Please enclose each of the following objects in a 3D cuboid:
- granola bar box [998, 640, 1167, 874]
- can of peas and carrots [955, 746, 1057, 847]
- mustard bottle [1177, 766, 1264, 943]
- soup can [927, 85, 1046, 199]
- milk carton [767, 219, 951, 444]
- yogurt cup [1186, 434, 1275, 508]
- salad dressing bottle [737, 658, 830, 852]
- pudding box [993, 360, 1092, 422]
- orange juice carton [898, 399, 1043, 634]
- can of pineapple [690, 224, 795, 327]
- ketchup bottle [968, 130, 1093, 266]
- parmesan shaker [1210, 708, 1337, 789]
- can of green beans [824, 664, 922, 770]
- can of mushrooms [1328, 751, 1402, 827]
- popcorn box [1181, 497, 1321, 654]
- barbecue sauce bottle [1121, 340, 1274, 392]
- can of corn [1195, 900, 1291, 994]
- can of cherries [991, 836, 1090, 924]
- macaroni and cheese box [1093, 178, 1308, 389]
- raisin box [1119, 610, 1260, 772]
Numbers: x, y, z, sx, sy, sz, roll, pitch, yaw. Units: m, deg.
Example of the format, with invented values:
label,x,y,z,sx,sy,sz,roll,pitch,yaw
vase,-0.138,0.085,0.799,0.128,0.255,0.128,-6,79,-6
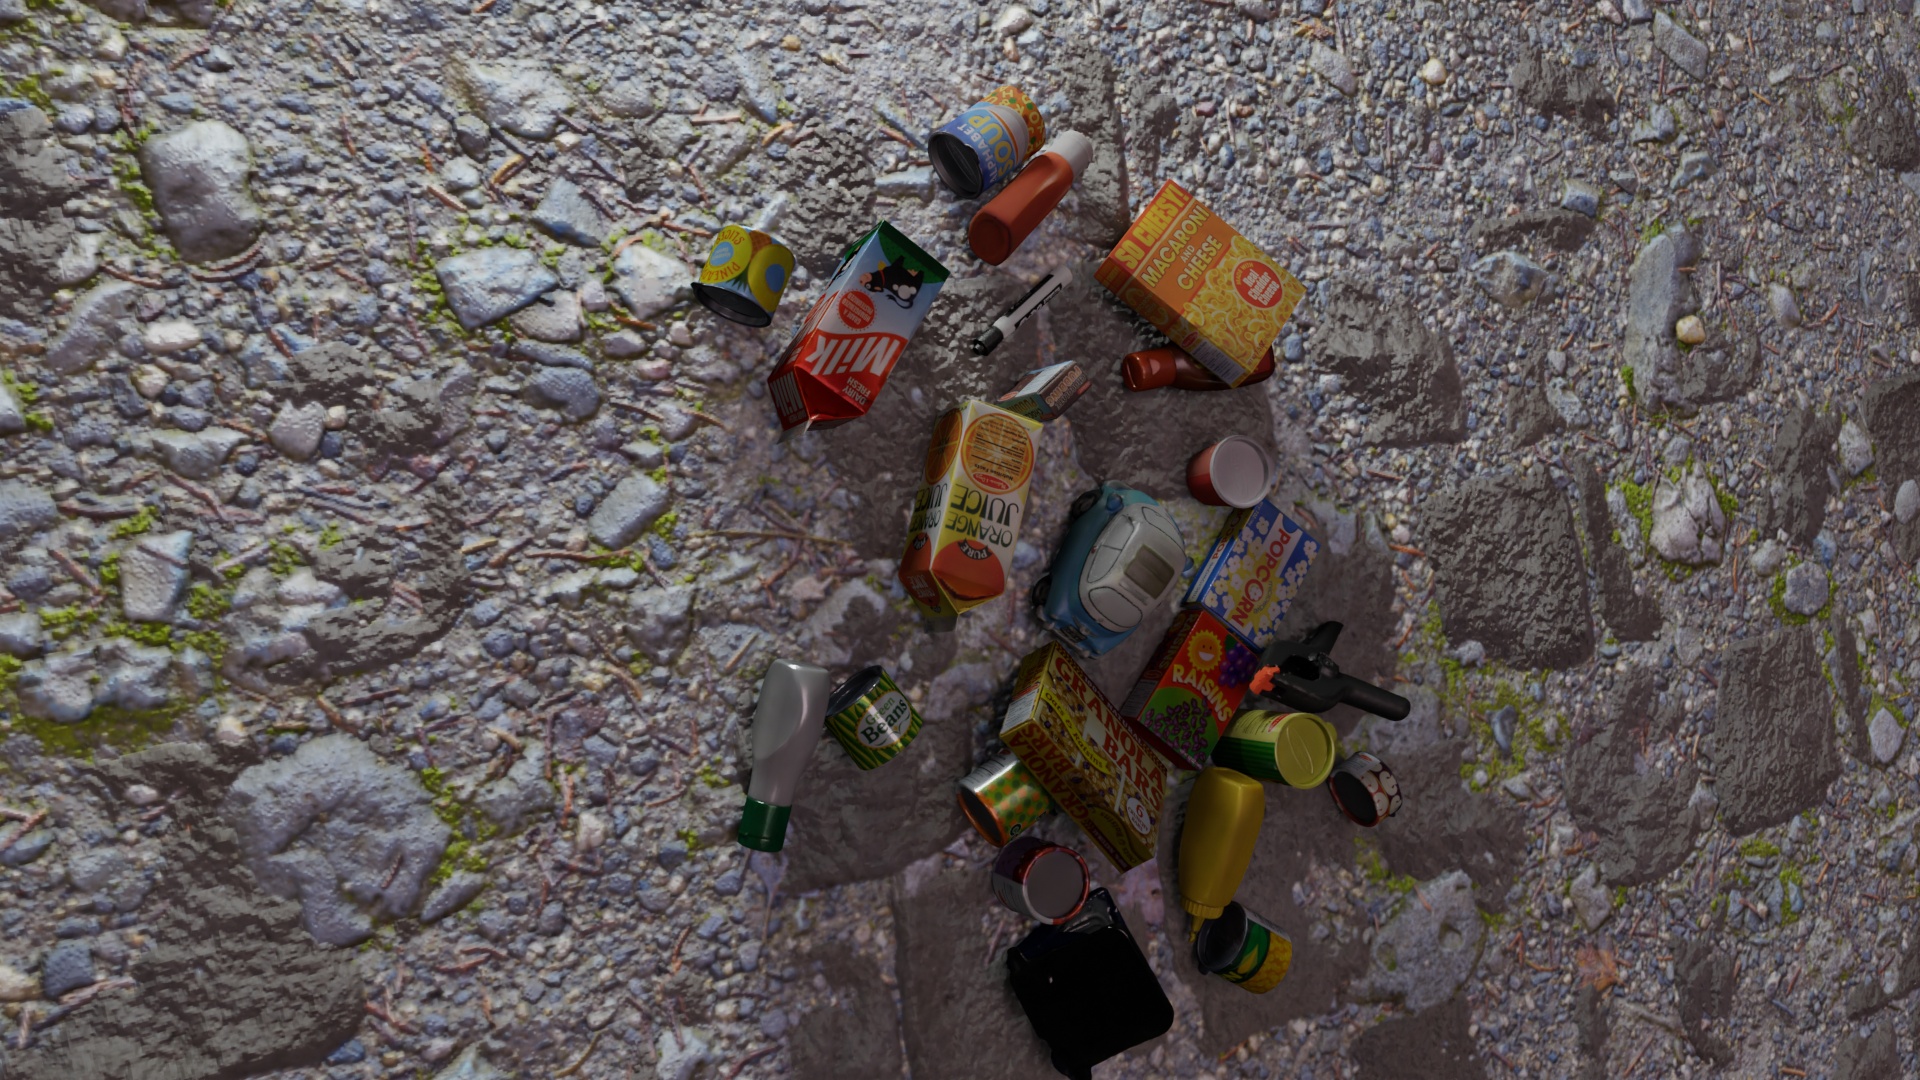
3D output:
label,x,y,z,sx,sy,sz,roll,pitch,yaw
granola bar box,0.109,0.182,1.185,0.165,0.039,0.125,49,27,-13
can of peas and carrots,0.039,0.218,1.171,0.059,0.071,0.071,-32,99,-23
mustard bottle,0.228,0.287,1.255,0.049,0.065,0.160,7,100,-37
soup can,0.025,-0.348,1.211,0.084,0.071,0.071,-41,103,-22
milk carton,-0.093,-0.160,1.140,0.073,0.072,0.191,35,73,-19
yogurt cup,0.248,-0.062,1.299,0.072,0.054,0.072,2,85,-25
salad dressing bottle,-0.142,0.170,1.098,0.044,0.064,0.147,15,87,-42
pudding box,0.071,-0.127,1.207,0.050,0.083,0.030,-44,107,-22
orange juice carton,0.004,-0.015,1.173,0.073,0.071,0.193,18,78,-22
can of pineapple,-0.173,-0.212,1.110,0.071,0.071,0.058,25,75,-21
ketchup bottle,0.066,-0.309,1.234,0.043,0.064,0.149,37,61,6
parmesan shaker,0.285,0.187,1.268,0.071,0.103,0.071,2,86,-24
can of green beans,-0.073,0.144,1.126,0.071,0.071,0.057,-42,103,-22
can of mushrooms,0.388,0.241,1.331,0.033,0.071,0.071,-27,97,-24
popcorn box,0.275,0.033,1.312,0.085,0.038,0.127,37,72,-16
barbecue sauce bottle,0.222,-0.168,1.302,0.149,0.043,0.065,-13,86,-25
can of corn,0.256,0.372,1.259,0.058,0.071,0.071,32,74,-20
can of cherries,0.070,0.287,1.184,0.071,0.058,0.071,2,85,-24
macaroni and cheese box,0.222,-0.237,1.282,0.166,0.040,0.124,38,62,-2
raisin box,0.211,0.137,1.274,0.086,0.040,0.124,40,72,-17
